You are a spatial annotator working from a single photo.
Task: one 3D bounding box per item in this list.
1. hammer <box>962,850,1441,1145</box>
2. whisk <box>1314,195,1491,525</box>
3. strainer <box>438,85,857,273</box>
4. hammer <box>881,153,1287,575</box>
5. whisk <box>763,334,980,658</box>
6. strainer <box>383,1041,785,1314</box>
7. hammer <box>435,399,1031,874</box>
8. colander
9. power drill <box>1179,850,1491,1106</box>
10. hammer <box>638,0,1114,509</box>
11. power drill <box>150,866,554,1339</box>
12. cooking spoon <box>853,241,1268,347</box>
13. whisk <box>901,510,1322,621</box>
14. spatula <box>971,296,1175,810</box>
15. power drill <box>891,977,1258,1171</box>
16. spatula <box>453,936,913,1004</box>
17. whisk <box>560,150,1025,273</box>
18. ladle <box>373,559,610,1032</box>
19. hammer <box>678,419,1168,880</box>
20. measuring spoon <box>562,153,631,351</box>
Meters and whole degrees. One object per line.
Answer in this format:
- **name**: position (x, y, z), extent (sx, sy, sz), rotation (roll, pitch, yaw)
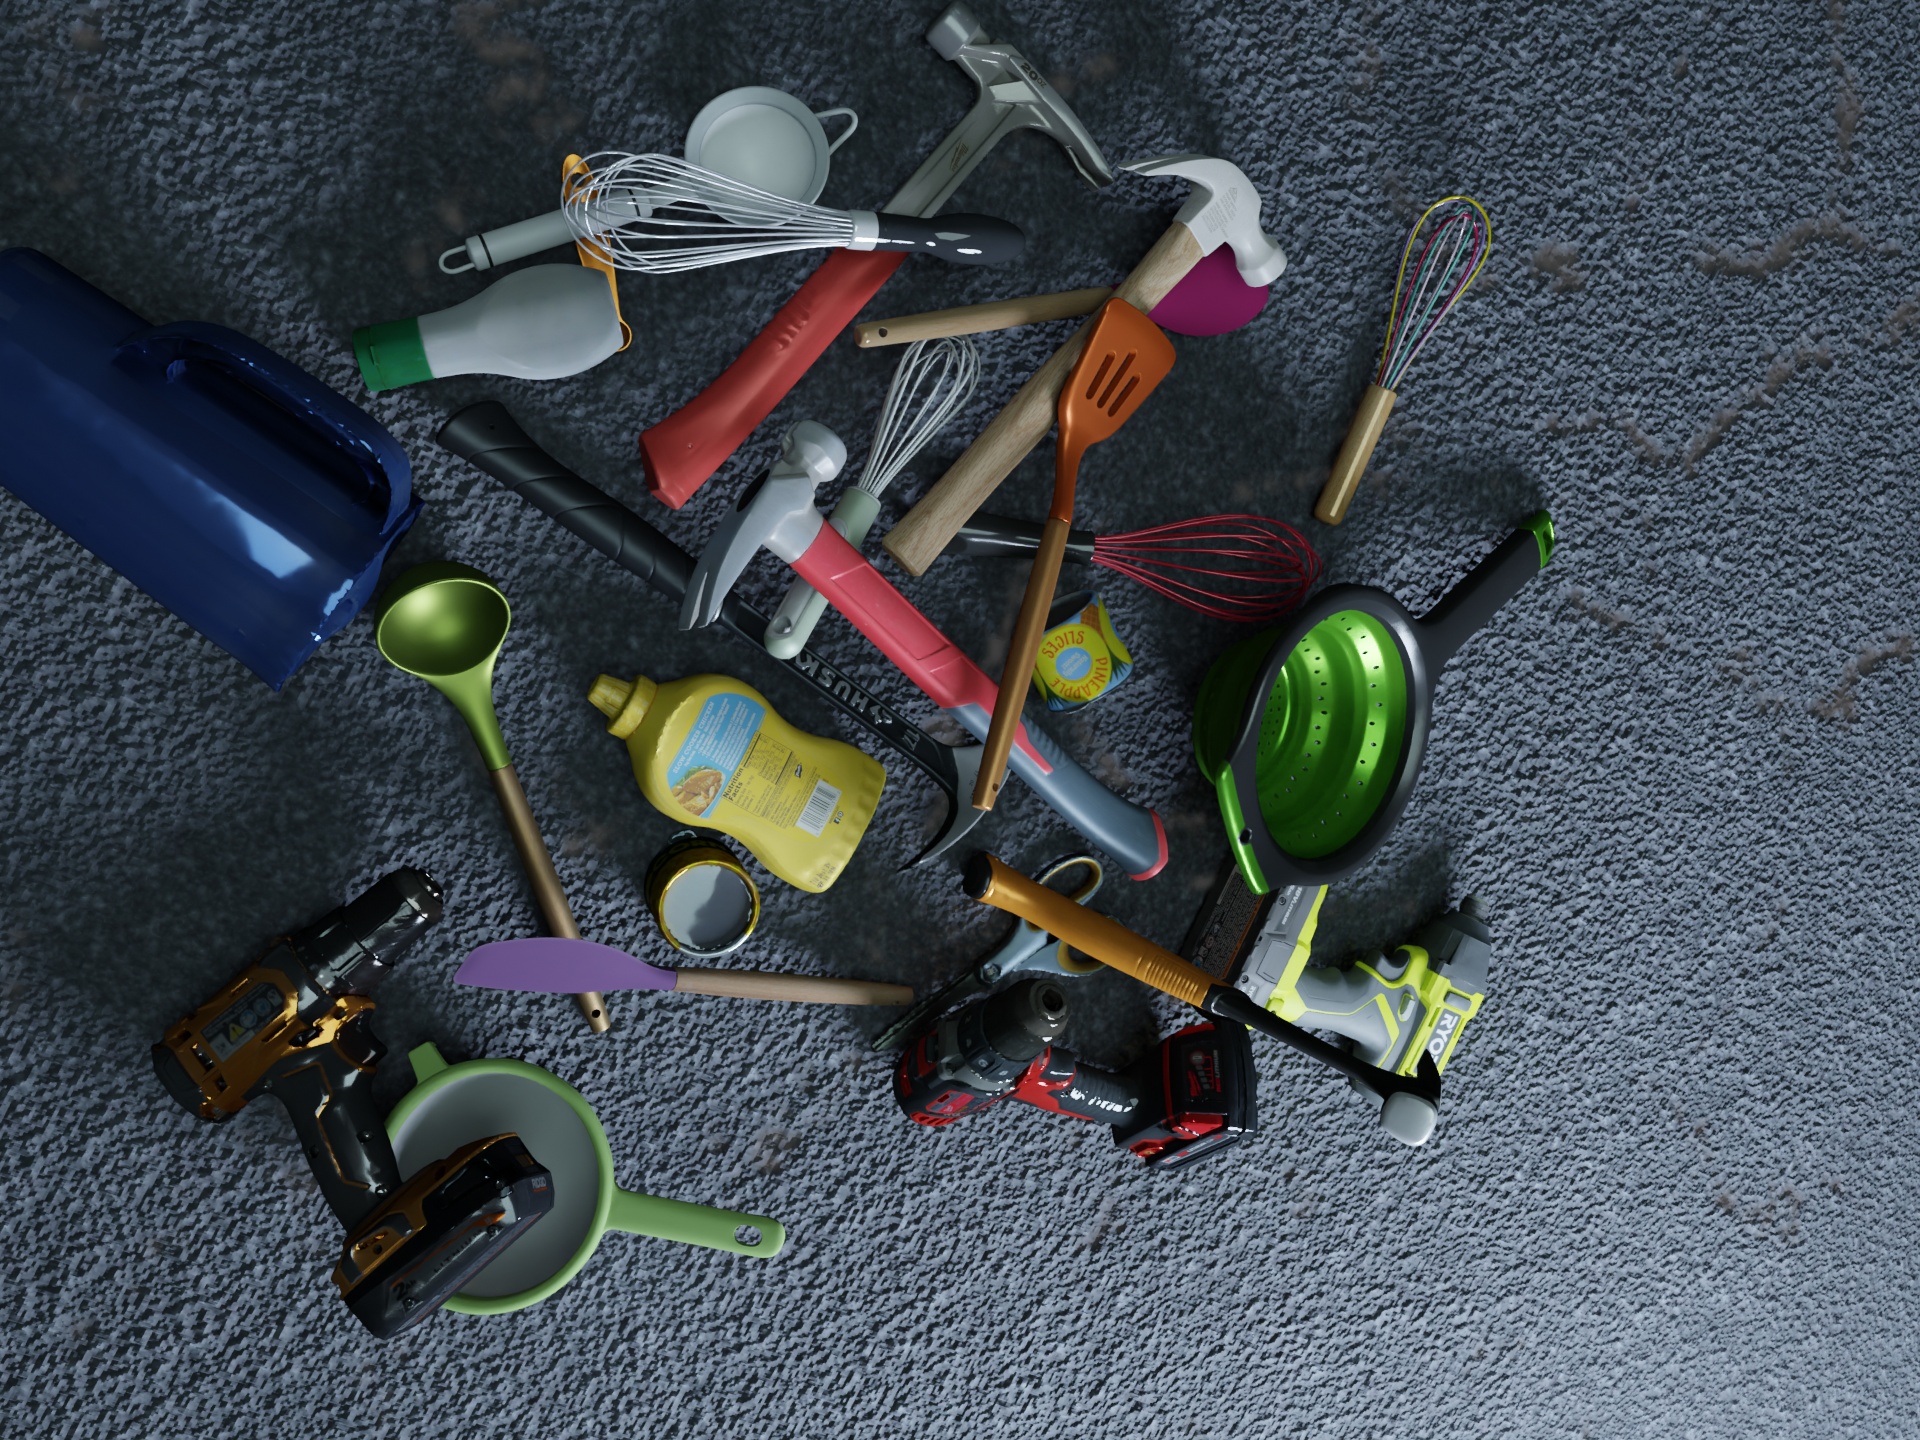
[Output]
- **hammer**: position (0.155, 0.172, 1.050), extent (0.337, 0.127, 0.034), rotation (26, 99, 14)
- **whisk**: position (0.309, -0.251, 1.116), extent (0.047, 0.051, 0.245), rotation (21, 95, -26)
- **strainer**: position (-0.183, -0.309, 0.939), extent (0.258, 0.050, 0.087), rotation (-23, 87, -13)
- **hammer**: position (0.069, -0.224, 1.006), extent (0.331, 0.031, 0.129), rotation (-48, 129, -4)
- **whisk**: position (-0.056, -0.145, 0.987), extent (0.246, 0.058, 0.059), rotation (-62, 153, -14)
- **strainer**: position (-0.233, 0.294, 0.990), extent (0.256, 0.069, 0.151), rotation (11, 82, 0)
- **hammer**: position (-0.140, -0.060, 0.982), extent (0.408, 0.036, 0.149), rotation (36, 55, -15)
- **colander**: position (0.283, -0.042, 1.125), extent (0.397, 0.095, 0.204), rotation (-39, 123, -27)
- **power drill**: position (0.284, 0.178, 1.164), extent (0.223, 0.080, 0.171), rotation (25, 92, -24)
- **hammer**: position (-0.062, -0.266, 0.981), extent (0.149, 0.037, 0.359), rotation (42, 80, -19)
- **power drill**: position (-0.334, 0.214, 0.929), extent (0.185, 0.084, 0.226), rotation (-41, 80, -7)
- **cooking spoon**: position (0.075, -0.268, 1.022), extent (0.319, 0.017, 0.068), rotation (-16, 104, -26)
- **whisk**: position (0.104, -0.112, 1.064), extent (0.295, 0.073, 0.073), rotation (6, 97, -13)
- **spatula**: position (0.061, -0.099, 0.980), extent (0.081, 0.041, 0.323), rotation (26, 76, -48)
- **power drill**: position (0.087, 0.230, 1.056), extent (0.226, 0.187, 0.080), rotation (14, 56, -21)
- **spatula**: position (-0.157, 0.162, 0.995), extent (0.315, 0.018, 0.059), rotation (13, 135, -37)
- **whisk**: position (-0.088, -0.286, 0.922), extent (0.284, 0.070, 0.070), rotation (-3, 100, -26)
- **ladle**: position (-0.271, 0.055, 0.970), extent (0.078, 0.062, 0.320), rotation (-21, 107, -14)
- **hammer**: position (-0.002, -0.003, 0.982), extent (0.386, 0.038, 0.143), rotation (43, 64, -30)
- **measuring spoon**: position (-0.219, -0.280, 0.956), extent (0.021, 0.011, 0.117), rotation (-14, 100, -12)
